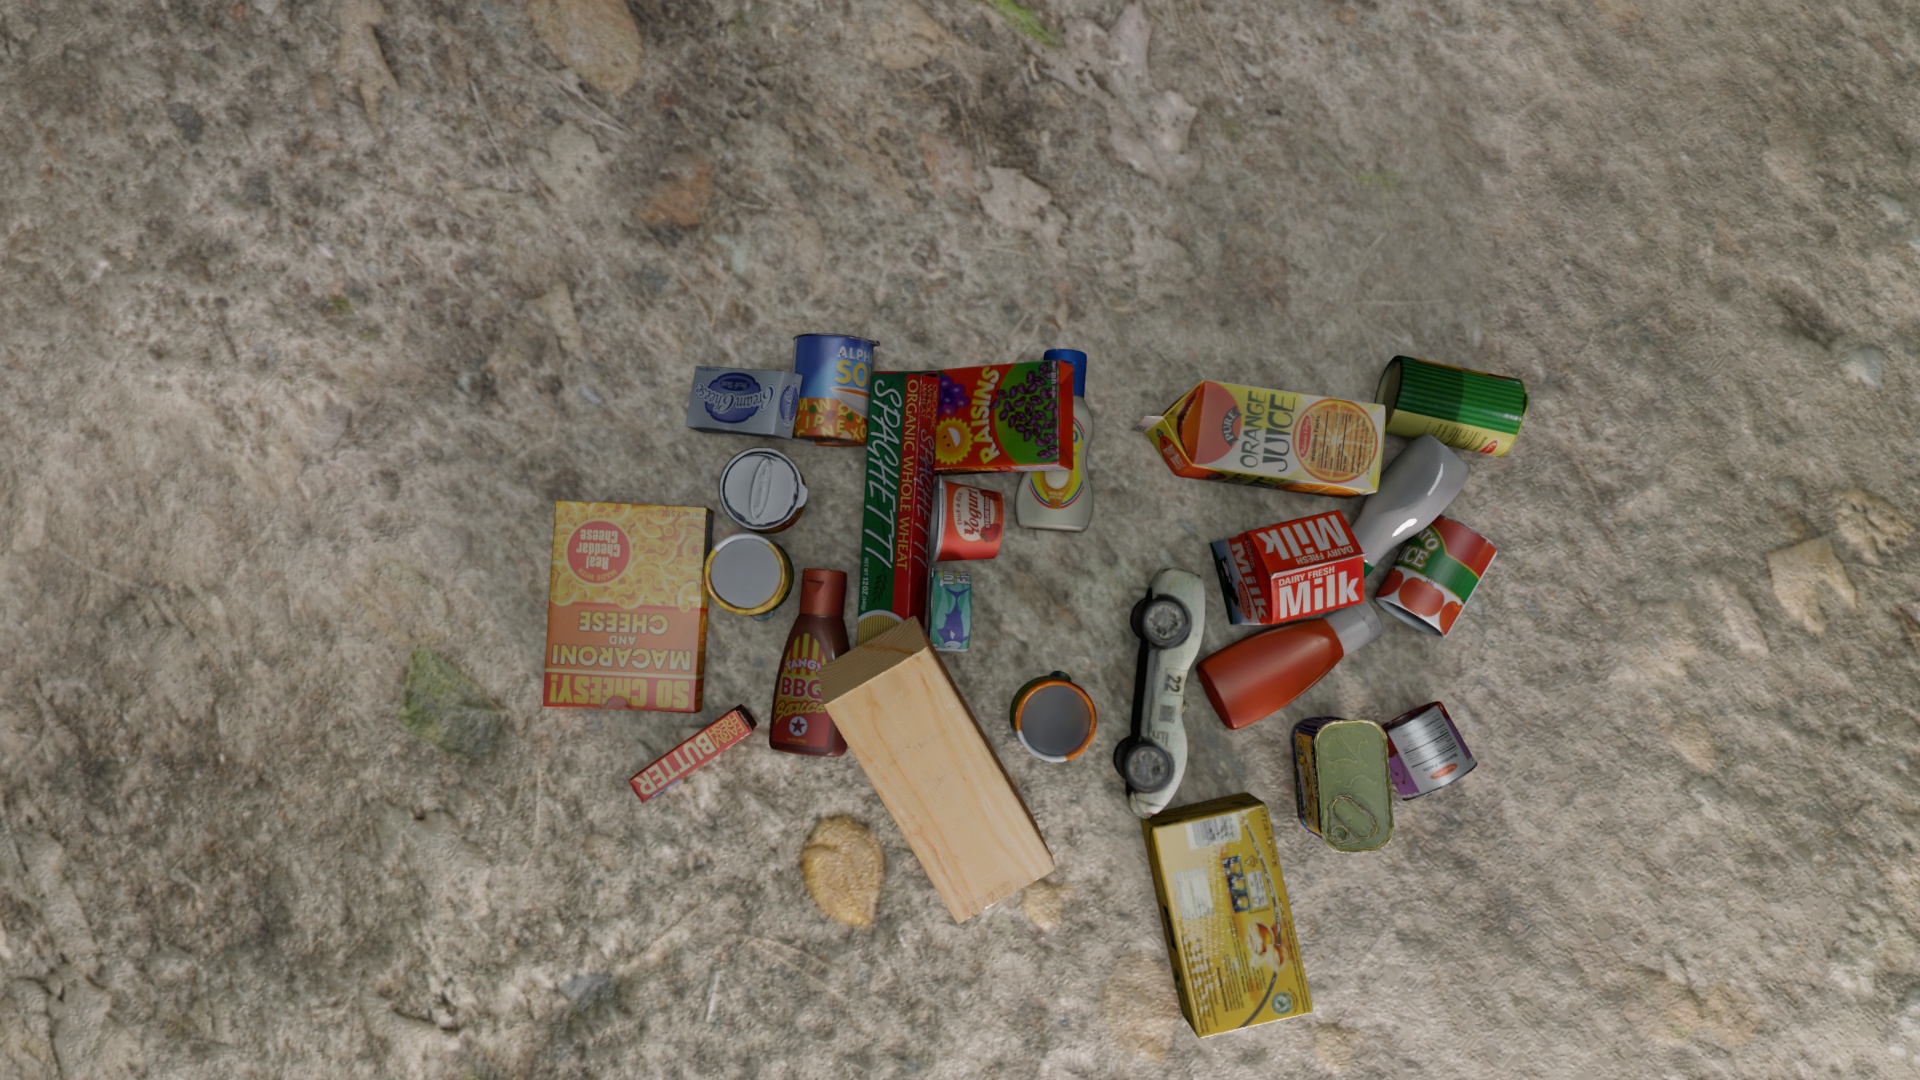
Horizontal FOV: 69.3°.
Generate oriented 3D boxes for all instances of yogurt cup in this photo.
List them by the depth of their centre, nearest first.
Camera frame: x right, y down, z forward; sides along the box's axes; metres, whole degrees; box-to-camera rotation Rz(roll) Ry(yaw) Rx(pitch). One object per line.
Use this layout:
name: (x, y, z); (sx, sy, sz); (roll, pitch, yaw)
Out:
yogurt cup: (0.004, -0.014, 1.127); (0.054, 0.072, 0.072); (4, 86, -10)

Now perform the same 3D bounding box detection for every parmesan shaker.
parmesan shaker: (0.402, -0.112, 1.142); (0.103, 0.071, 0.071); (12, 86, -1)

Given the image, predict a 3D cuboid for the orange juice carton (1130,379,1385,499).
orange juice carton: (0.239, -0.084, 1.134); (0.193, 0.072, 0.073); (8, 86, -2)

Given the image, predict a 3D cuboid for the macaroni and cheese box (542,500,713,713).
macaroni and cheese box: (-0.268, 0.054, 1.124); (0.124, 0.040, 0.166); (2, 86, -1)

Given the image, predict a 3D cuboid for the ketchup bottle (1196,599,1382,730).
ketchup bottle: (0.272, 0.096, 1.137); (0.149, 0.043, 0.064); (-26, 88, -4)

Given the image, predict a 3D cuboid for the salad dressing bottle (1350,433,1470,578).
salad dressing bottle: (0.347, -0.017, 1.129); (0.044, 0.064, 0.147); (32, 106, -27)

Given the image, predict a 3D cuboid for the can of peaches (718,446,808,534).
can of peaches: (-0.157, -0.039, 1.125); (0.071, 0.058, 0.071); (0, 86, -2)

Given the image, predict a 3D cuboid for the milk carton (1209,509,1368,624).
milk carton: (0.252, 0.022, 1.067); (0.072, 0.190, 0.073); (-13, 87, -3)

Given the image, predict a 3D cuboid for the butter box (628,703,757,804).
butter box: (-0.213, 0.169, 1.111); (0.103, 0.053, 0.024); (-34, 90, -4)

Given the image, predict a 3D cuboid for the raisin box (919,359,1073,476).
raisin box: (0.028, -0.098, 1.121); (0.123, 0.040, 0.086); (-2, 86, 23)

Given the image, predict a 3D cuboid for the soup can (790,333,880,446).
soup can: (-0.103, -0.121, 1.128); (0.071, 0.071, 0.084); (3, 87, -2)

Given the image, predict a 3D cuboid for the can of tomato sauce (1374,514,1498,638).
can of tomato sauce: (0.386, 0.027, 1.134); (0.071, 0.071, 0.083); (32, 87, 0)

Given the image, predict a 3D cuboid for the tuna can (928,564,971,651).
tuna can: (-0.009, 0.054, 1.118); (0.033, 0.071, 0.071); (2, 86, -3)

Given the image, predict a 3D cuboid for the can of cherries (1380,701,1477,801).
can of cherries: (0.372, 0.170, 1.124); (0.071, 0.071, 0.058); (-28, 81, -3)

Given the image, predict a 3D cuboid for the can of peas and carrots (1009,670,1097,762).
can of peas and carrots: (0.075, 0.141, 1.120); (0.071, 0.058, 0.071); (0, 87, -2)

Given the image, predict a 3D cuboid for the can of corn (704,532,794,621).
can of corn: (-0.169, 0.030, 1.119); (0.071, 0.058, 0.071); (0, 86, -1)

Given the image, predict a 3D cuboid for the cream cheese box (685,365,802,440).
cream cheese box: (-0.175, -0.111, 1.119); (0.104, 0.024, 0.053); (7, 87, 37)

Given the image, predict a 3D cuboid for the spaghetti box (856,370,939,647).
spaghetti box: (-0.051, -0.013, 1.117); (0.050, 0.029, 0.249); (5, 93, 29)

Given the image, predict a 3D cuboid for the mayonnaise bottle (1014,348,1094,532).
mayonnaise bottle: (0.081, -0.082, 1.144); (0.065, 0.041, 0.148); (4, 86, 3)

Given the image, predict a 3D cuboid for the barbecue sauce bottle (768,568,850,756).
barbecue sauce bottle: (-0.116, 0.097, 1.122); (0.065, 0.043, 0.148); (4, 85, 22)
